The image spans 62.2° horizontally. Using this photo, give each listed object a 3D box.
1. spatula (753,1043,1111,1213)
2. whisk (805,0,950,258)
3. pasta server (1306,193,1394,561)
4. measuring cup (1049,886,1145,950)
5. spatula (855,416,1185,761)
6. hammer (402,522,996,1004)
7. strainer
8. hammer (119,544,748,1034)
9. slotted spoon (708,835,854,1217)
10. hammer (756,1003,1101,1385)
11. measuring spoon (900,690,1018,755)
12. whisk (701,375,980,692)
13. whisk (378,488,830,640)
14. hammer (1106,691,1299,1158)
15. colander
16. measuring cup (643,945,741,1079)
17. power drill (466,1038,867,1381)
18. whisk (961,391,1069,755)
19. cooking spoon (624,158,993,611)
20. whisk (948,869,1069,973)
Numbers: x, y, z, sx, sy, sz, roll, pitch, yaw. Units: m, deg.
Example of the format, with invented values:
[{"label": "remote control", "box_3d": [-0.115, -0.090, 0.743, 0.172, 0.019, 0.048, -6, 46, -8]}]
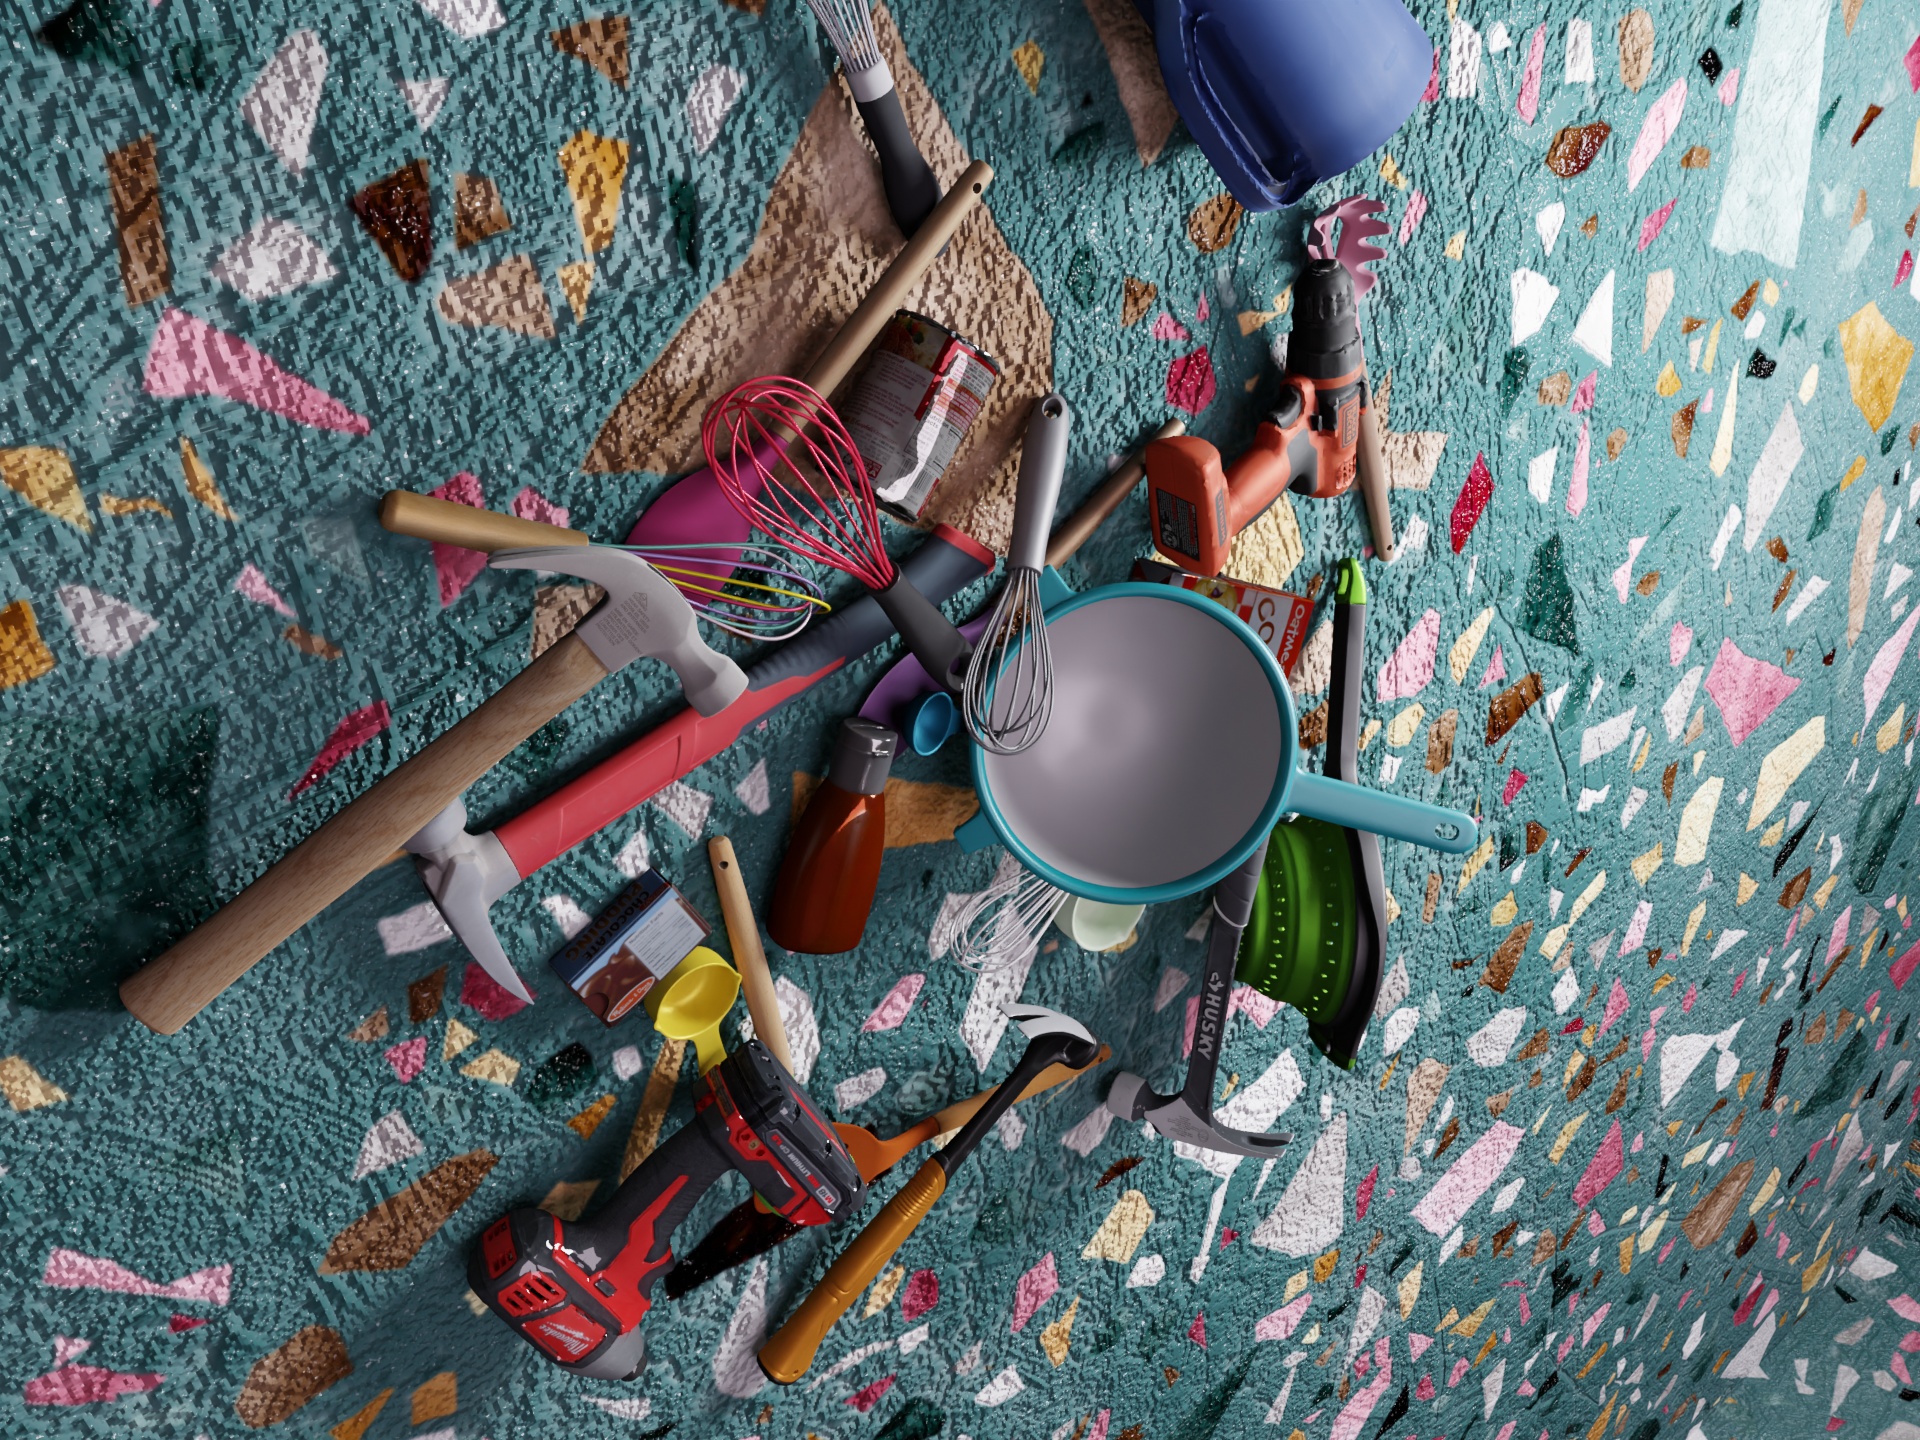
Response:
[{"label": "spatula", "box_3d": [-0.008, 0.288, 1.179, 0.322, 0.041, 0.081, -12, 120, -41]}, {"label": "whisk", "box_3d": [-0.059, -0.357, 0.807, 0.070, 0.070, 0.284, -43, 137, -16]}, {"label": "pasta server", "box_3d": [0.298, -0.241, 1.171, 0.060, 0.040, 0.315, -30, 129, -10]}, {"label": "measuring cup", "box_3d": [0.132, 0.102, 1.198, 0.167, 0.038, 0.083, -41, 131, -21]}, {"label": "spatula", "box_3d": [0.041, -0.090, 1.040, 0.316, 0.018, 0.059, -46, 136, -12]}, {"label": "hammer", "box_3d": [-0.130, 0.007, 0.929, 0.386, 0.038, 0.143, -35, 130, -23]}, {"label": "strainer", "box_3d": [0.171, 0.025, 1.061, 0.340, 0.095, 0.211, 15, 101, -5]}, {"label": "hammer", "box_3d": [-0.272, 0.035, 0.783, 0.331, 0.031, 0.130, -39, 111, -4]}, {"label": "slotted spoon", "box_3d": [-0.123, 0.211, 1.031, 0.070, 0.031, 0.313, -13, 116, -7]}, {"label": "hammer", "box_3d": [-0.034, 0.340, 1.134, 0.337, 0.034, 0.127, -51, 148, 4]}, {"label": "measuring spoon", "box_3d": [-0.002, -0.003, 1.039, 0.128, 0.021, 0.042, -7, 113, -58]}, {"label": "whisk", "box_3d": [-0.051, -0.089, 0.876, 0.073, 0.073, 0.295, -52, 145, -8]}, {"label": "whisk", "box_3d": [-0.175, -0.084, 0.827, 0.244, 0.047, 0.051, 11, 111, -33]}, {"label": "hammer", "box_3d": [0.203, 0.161, 1.186, 0.036, 0.149, 0.408, -38, 140, -52]}, {"label": "colander", "box_3d": [0.261, 0.070, 1.250, 0.094, 0.204, 0.397, 2, 94, -5]}, {"label": "measuring cup", "box_3d": [-0.166, 0.202, 1.008, 0.062, 0.029, 0.156, -28, 138, -26]}, {"label": "power drill", "box_3d": [-0.176, 0.315, 0.987, 0.219, 0.079, 0.143, -36, 120, -6]}, {"label": "whisk", "box_3d": [0.042, -0.092, 0.972, 0.055, 0.055, 0.239, 24, 69, -44]}, {"label": "cooking spoon", "box_3d": [-0.084, -0.177, 0.872, 0.319, 0.017, 0.068, -52, 134, 3]}, {"label": "whisk", "box_3d": [0.092, 0.092, 1.128, 0.246, 0.059, 0.057, -39, 147, -10]}]
